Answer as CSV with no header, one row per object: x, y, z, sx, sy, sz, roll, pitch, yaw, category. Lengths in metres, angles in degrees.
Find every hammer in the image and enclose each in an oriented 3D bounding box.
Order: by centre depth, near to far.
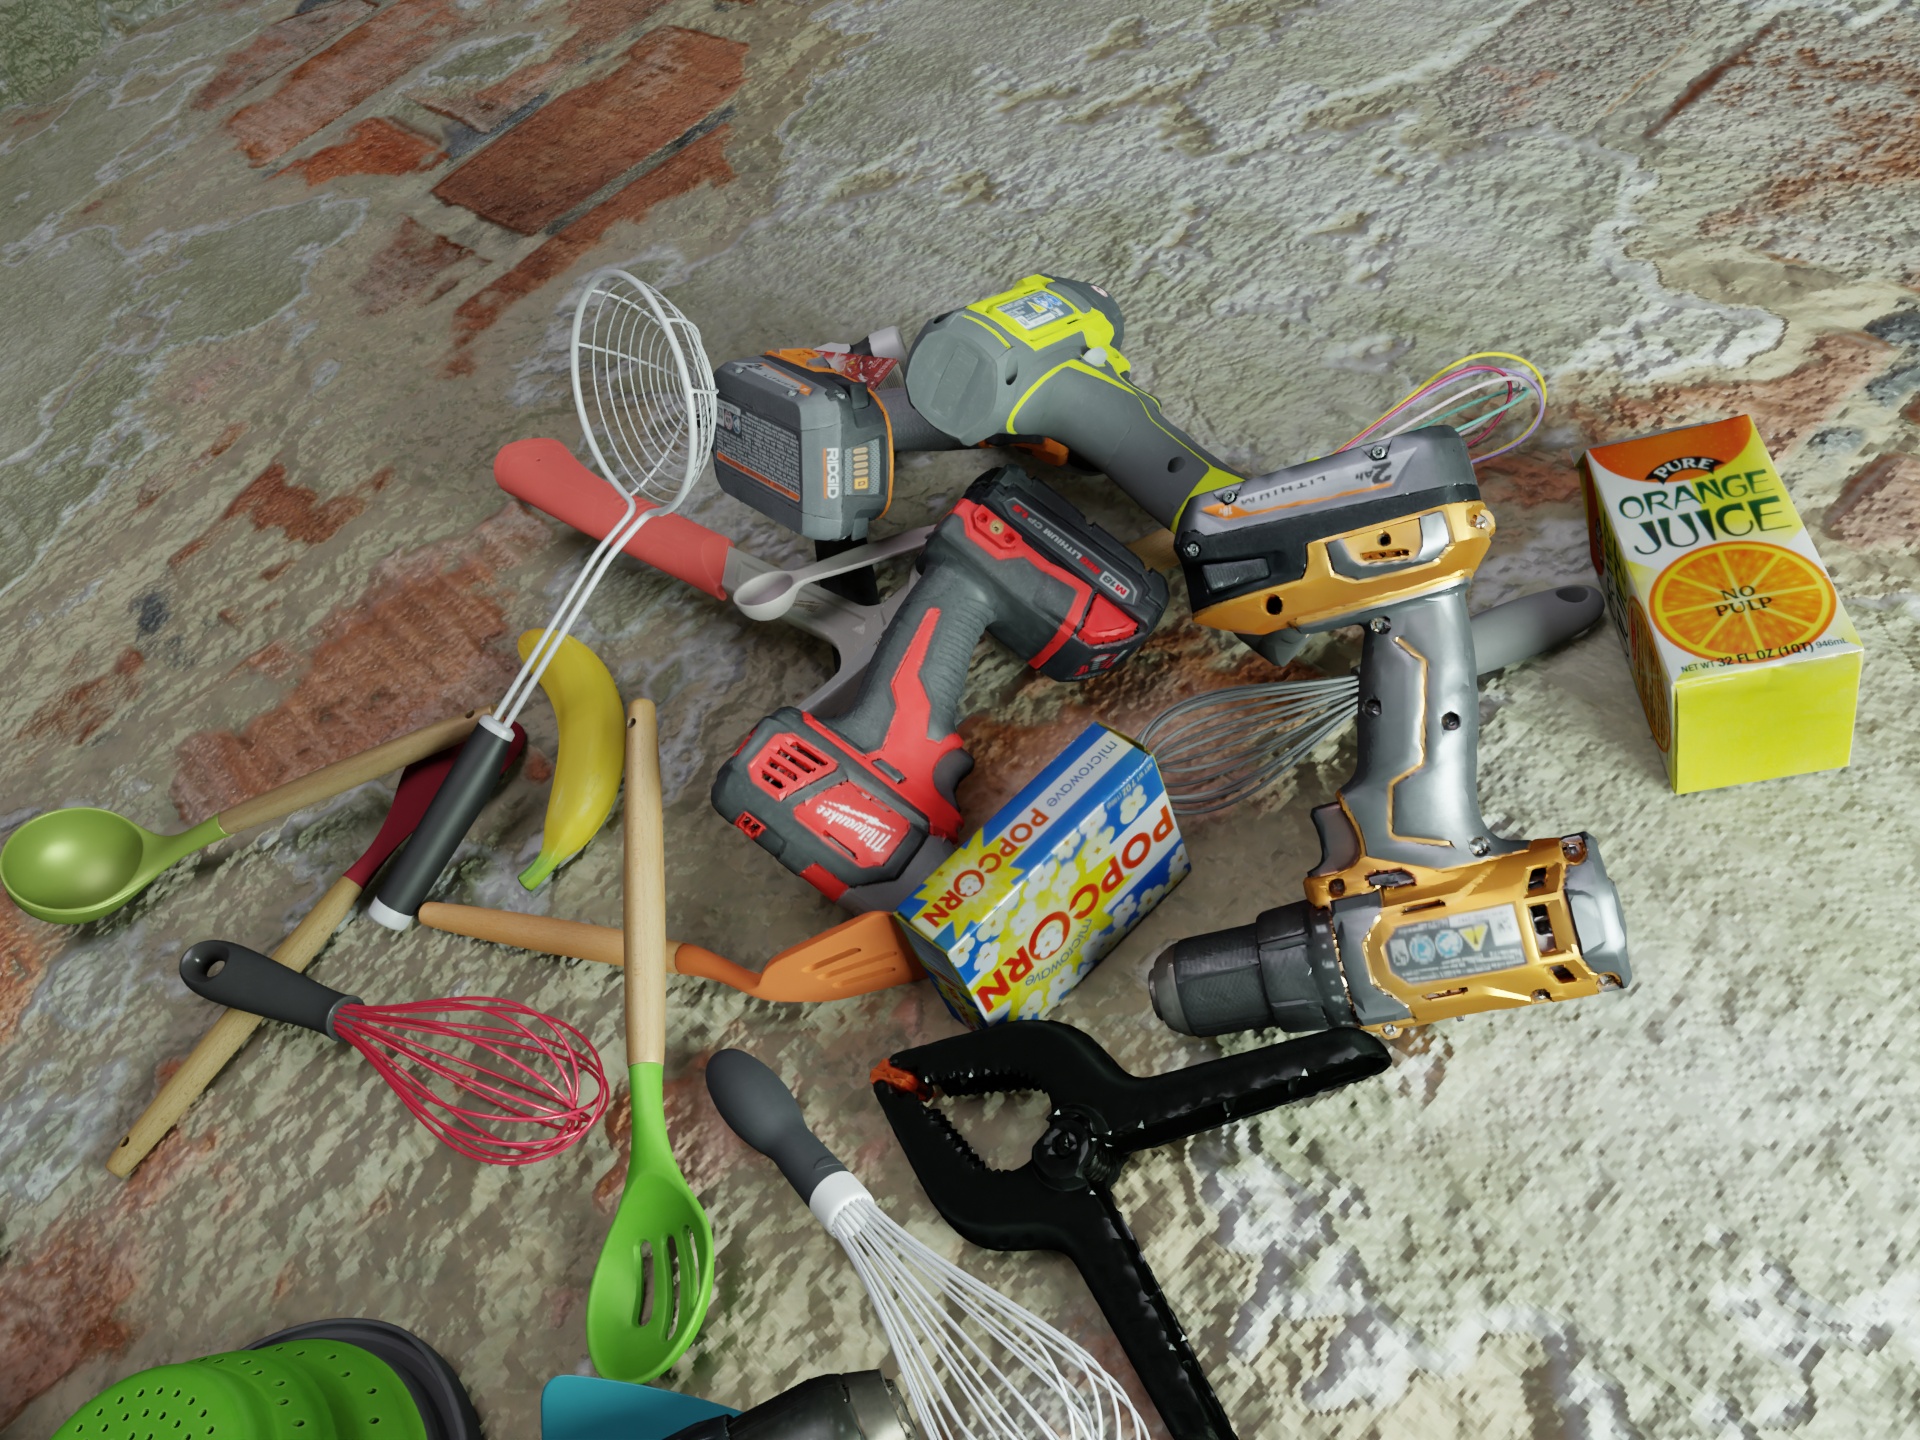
-0.165,-0.092,0.917,0.359,0.036,0.149,26,63,36,hammer
-0.080,-0.119,0.958,0.146,0.035,0.335,-19,45,6,hammer

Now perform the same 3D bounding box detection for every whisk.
-0.029,0.210,0.625,0.070,0.070,0.285,-40,42,-14,whisk
0.189,-0.014,0.738,0.239,0.055,0.055,-21,45,-2,whisk
-0.287,0.151,0.776,0.296,0.073,0.073,11,55,30,whisk
0.191,-0.131,0.846,0.245,0.047,0.051,-23,27,8,whisk

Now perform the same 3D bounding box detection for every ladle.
-0.351,0.110,0.873,0.069,0.031,0.315,14,58,36,ladle
-0.409,0.044,0.914,0.320,0.062,0.078,-21,48,13,ladle

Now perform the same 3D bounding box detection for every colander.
-0.222,0.320,0.576,0.397,0.094,0.205,3,51,25,colander

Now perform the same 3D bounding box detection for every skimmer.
-0.237,-0.059,0.841,0.127,0.090,0.363,29,89,42,skimmer

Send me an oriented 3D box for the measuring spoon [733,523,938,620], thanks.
-0.058,-0.077,0.832,0.124,0.018,0.034,-19,33,-5,measuring spoon

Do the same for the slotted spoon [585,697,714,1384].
-0.139,0.129,0.710,0.070,0.031,0.314,-23,58,28,slotted spoon

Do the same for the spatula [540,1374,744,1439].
-0.130,0.371,0.481,0.082,0.044,0.318,12,68,1,spatula

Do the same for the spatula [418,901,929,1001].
-0.150,0.104,0.776,0.323,0.080,0.041,3,68,32,spatula

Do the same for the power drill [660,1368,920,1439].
-0.065,0.319,0.452,0.188,0.080,0.227,-25,72,-9,power drill

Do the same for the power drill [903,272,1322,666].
0.102,-0.137,0.774,0.223,0.080,0.171,38,36,11,power drill

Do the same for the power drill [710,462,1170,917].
-0.001,-0.002,0.760,0.143,0.078,0.220,38,67,-2,power drill

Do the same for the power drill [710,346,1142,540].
-0.004,-0.160,0.872,0.226,0.084,0.164,-15,29,-31,power drill

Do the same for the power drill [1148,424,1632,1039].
0.148,0.016,0.641,0.185,0.084,0.226,-15,85,19,power drill
